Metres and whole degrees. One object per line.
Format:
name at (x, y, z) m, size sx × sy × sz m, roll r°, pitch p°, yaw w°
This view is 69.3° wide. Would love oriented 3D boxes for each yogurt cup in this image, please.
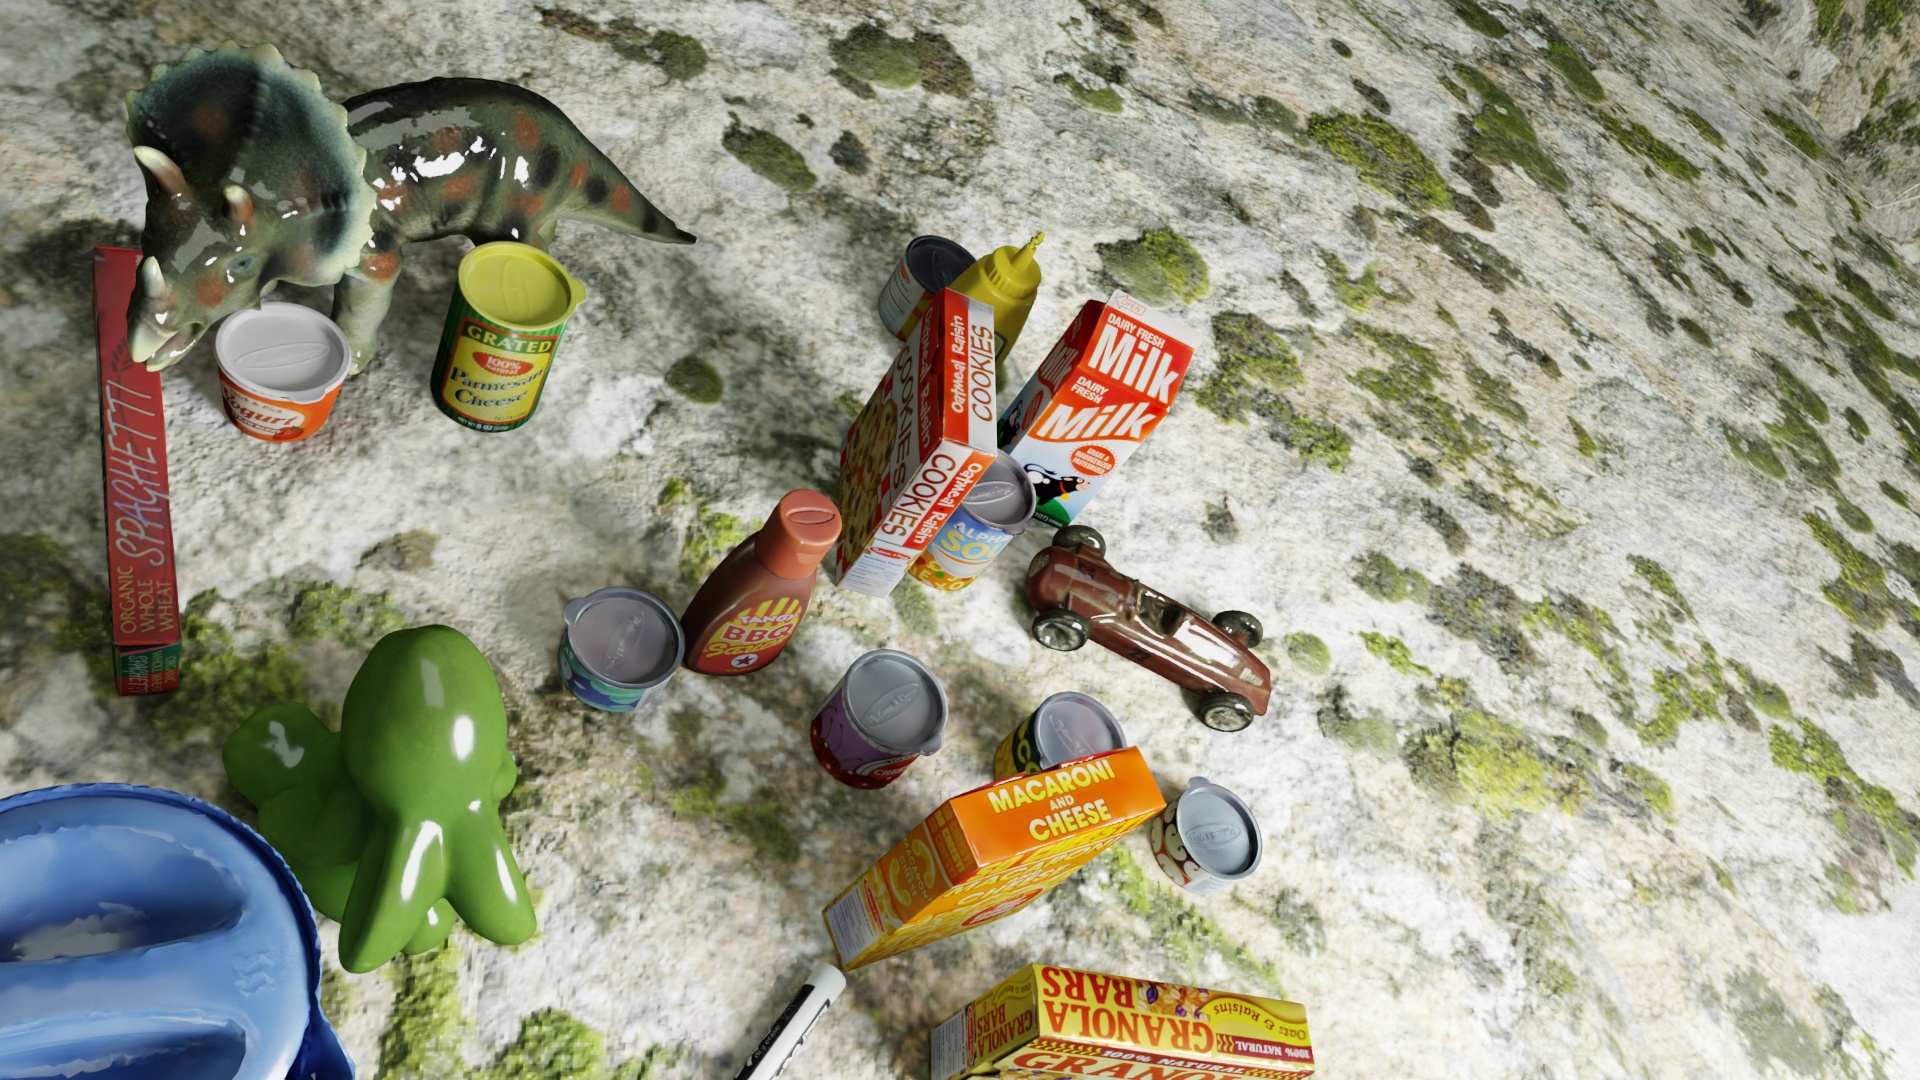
yogurt cup at (-0.381, -0.092, 0.777) m, size 0.072 × 0.053 × 0.073 m, roll 16°, pitch 51°, yaw -20°

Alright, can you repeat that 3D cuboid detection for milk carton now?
milk carton at (0.090, -0.096, 0.966) m, size 0.072 × 0.189 × 0.074 m, roll 24°, pitch 48°, yaw -14°

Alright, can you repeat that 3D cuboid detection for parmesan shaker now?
parmesan shaker at (-0.271, -0.118, 0.828) m, size 0.071 × 0.102 × 0.071 m, roll 16°, pitch 51°, yaw -20°

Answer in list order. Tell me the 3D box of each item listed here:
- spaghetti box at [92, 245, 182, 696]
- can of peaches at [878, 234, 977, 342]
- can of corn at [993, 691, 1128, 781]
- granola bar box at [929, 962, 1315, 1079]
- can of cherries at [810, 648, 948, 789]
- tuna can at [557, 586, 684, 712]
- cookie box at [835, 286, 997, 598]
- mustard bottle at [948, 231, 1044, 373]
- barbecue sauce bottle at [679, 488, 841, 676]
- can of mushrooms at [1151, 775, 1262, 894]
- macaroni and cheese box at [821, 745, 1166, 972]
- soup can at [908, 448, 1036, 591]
spaghetti box at (-0.426, -0.041, 0.715) m, size 0.029 × 0.050 × 0.251 m, roll -3°, pitch 59°, yaw -32°
can of peaches at (-0.021, -0.188, 1.059) m, size 0.071 × 0.057 × 0.071 m, roll 16°, pitch 51°, yaw -20°
can of corn at (0.060, 0.138, 0.867) m, size 0.071 × 0.058 × 0.071 m, roll 16°, pitch 51°, yaw -20°
granola bar box at (0.083, 0.271, 0.737) m, size 0.166 × 0.123 × 0.039 m, roll 15°, pitch 51°, yaw -21°
can of cherries at (-0.048, 0.109, 0.824) m, size 0.071 × 0.058 × 0.072 m, roll 16°, pitch 51°, yaw -20°
tuna can at (-0.196, 0.061, 0.789) m, size 0.071 × 0.032 × 0.071 m, roll 16°, pitch 51°, yaw -20°
cookie box at (-0.031, -0.059, 0.883) m, size 0.040 × 0.166 × 0.123 m, roll 15°, pitch 51°, yaw -21°
mustard bottle at (0.017, -0.164, 0.993) m, size 0.065 × 0.159 × 0.049 m, roll 20°, pitch 50°, yaw -17°
barbecue sauce bottle at (-0.111, 0.025, 0.786) m, size 0.065 × 0.147 × 0.044 m, roll -2°, pitch 59°, yaw -32°
can of mushrooms at (0.159, 0.192, 0.903) m, size 0.071 × 0.033 × 0.071 m, roll 16°, pitch 51°, yaw -20°
macaroni and cheese box at (0.014, 0.170, 0.741) m, size 0.124 × 0.165 × 0.040 m, roll -9°, pitch 63°, yaw -35°
soup can at (0.003, -0.012, 0.926) m, size 0.071 × 0.083 × 0.072 m, roll 16°, pitch 51°, yaw -20°
